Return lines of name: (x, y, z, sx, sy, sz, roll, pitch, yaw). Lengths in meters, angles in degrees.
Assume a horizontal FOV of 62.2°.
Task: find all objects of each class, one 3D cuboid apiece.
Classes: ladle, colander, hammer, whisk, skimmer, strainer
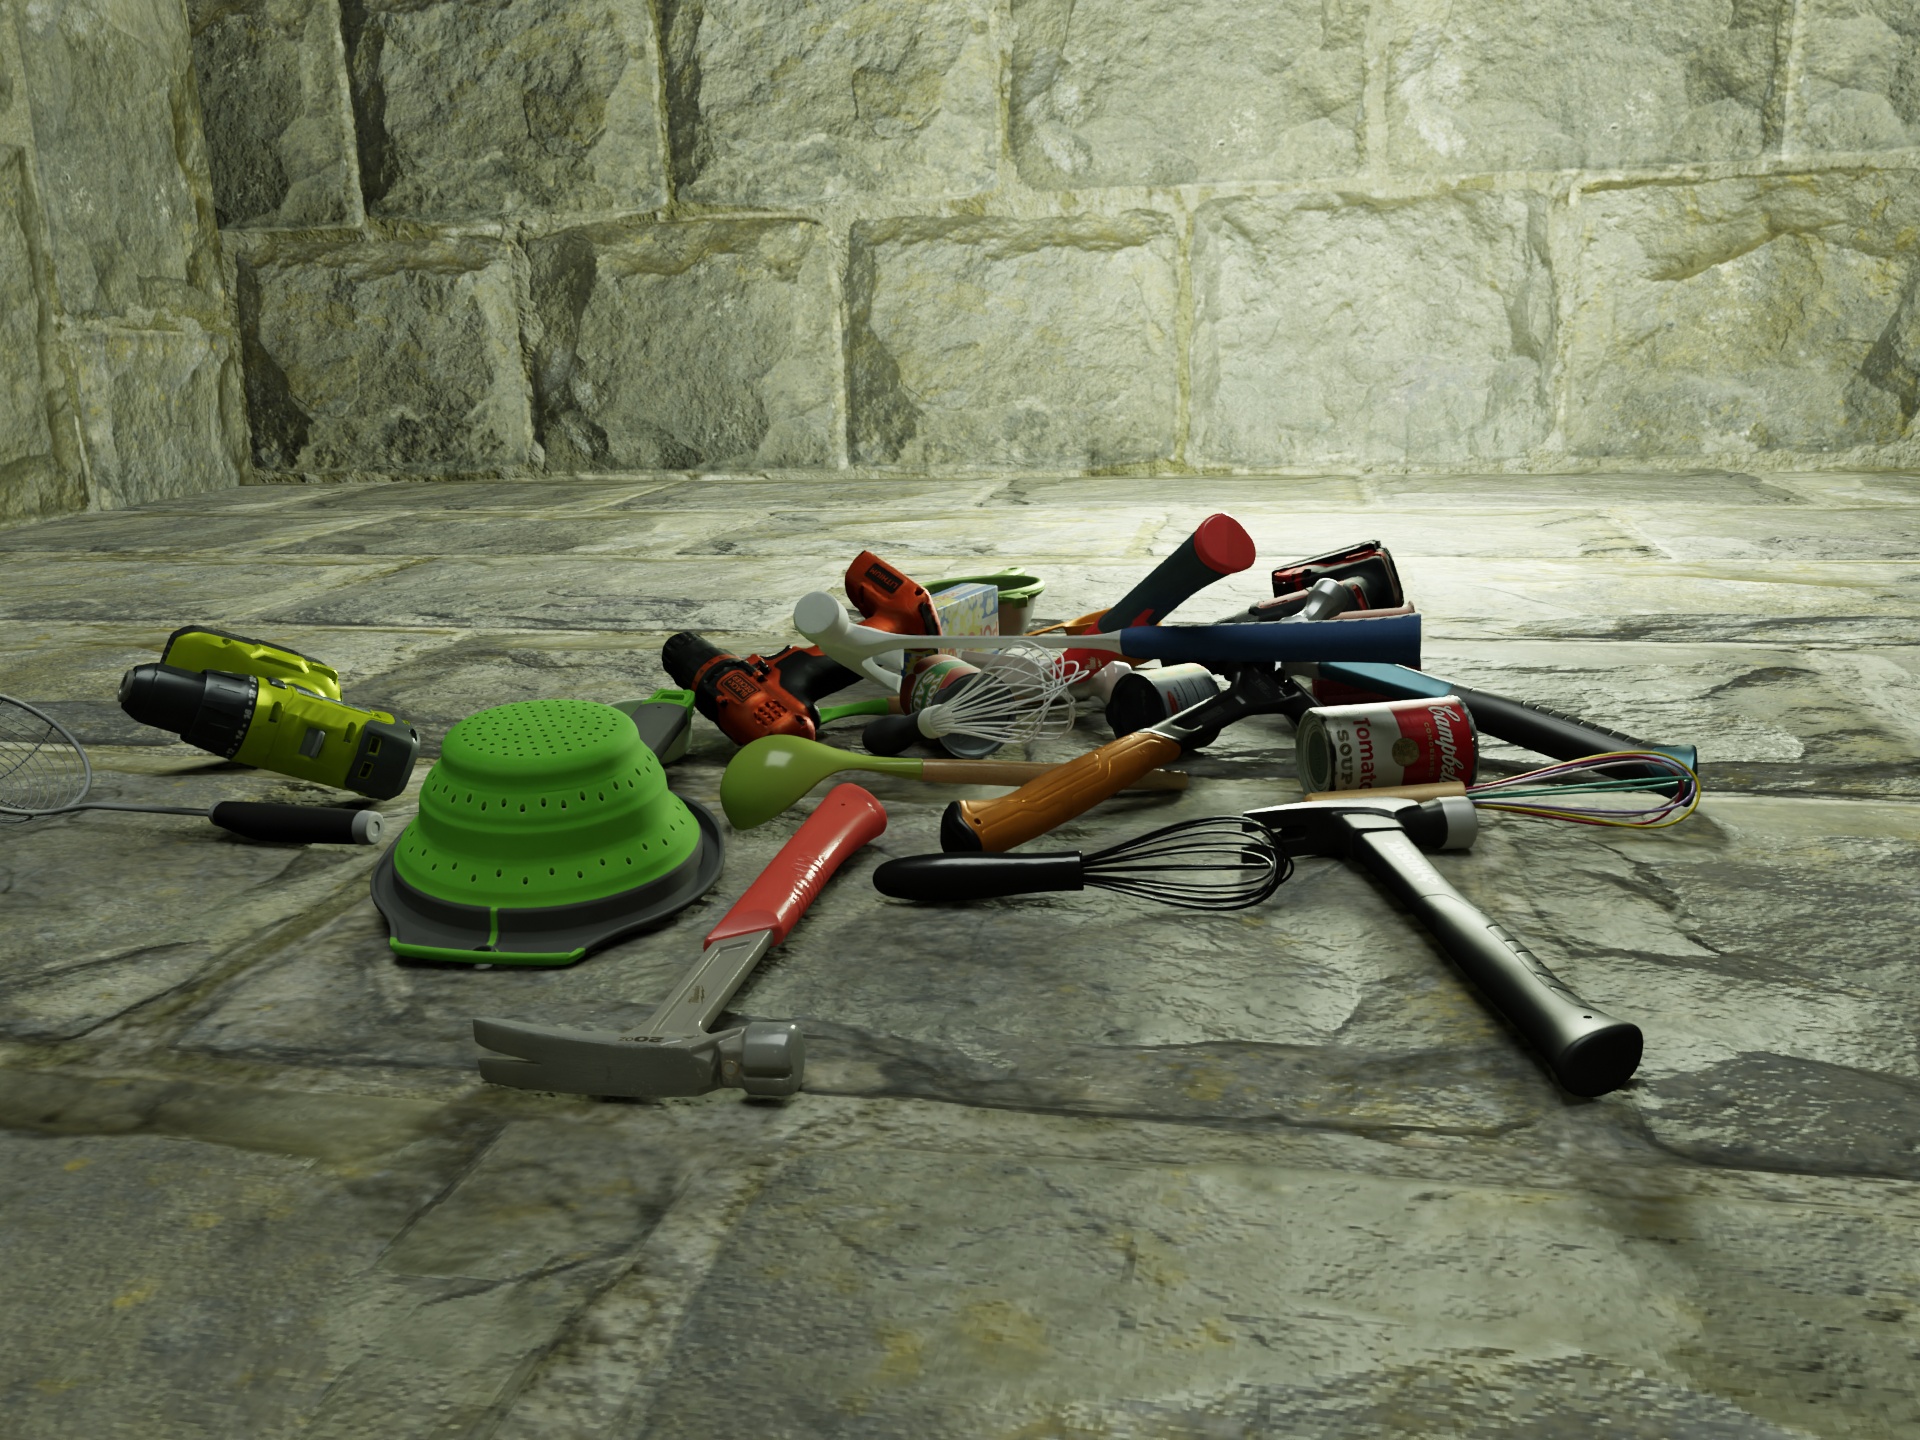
ladle: (-0.002, 0.046, 1.080, 0.320, 0.062, 0.078, 3, 16, -10)
colander: (-0.234, 0.018, 1.007, 0.204, 0.094, 0.397, 3, 21, 5)
hammer: (0.105, -0.072, 1.148, 0.143, 0.038, 0.386, 6, -13, -10)
hammer: (0.363, -0.012, 1.138, 0.331, 0.033, 0.128, 23, 62, 39)
hammer: (0.100, -0.052, 1.074, 0.405, 0.035, 0.144, 1, -14, 17)
hammer: (0.121, 0.030, 1.060, 0.337, 0.034, 0.127, -23, 58, -39)
hammer: (0.250, 0.103, 0.823, 0.146, 0.035, 0.335, -2, 15, -4)
whisk: (-0.001, -0.004, 1.106, 0.070, 0.070, 0.284, -10, -3, -29)
whisk: (0.066, 0.084, 0.898, 0.239, 0.055, 0.055, -4, 14, 10)
skimmer: (-0.553, 0.031, 1.079, 0.363, 0.090, 0.127, 3, 8, 17)
hammer: (-0.115, 0.105, 0.858, 0.149, 0.036, 0.359, 1, 15, 10)
whisk: (0.342, 0.051, 1.007, 0.245, 0.047, 0.051, -5, 2, 6)
strainer: (0.025, -0.109, 1.593, 0.151, 0.069, 0.256, -1, 11, 18)

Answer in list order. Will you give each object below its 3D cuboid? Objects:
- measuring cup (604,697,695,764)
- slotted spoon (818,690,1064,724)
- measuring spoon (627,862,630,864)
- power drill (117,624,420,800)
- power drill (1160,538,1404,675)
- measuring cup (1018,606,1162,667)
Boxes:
measuring cup: (-0.243, 0.026, 1.177, 0.083, 0.038, 0.168, -1, 20, -1)
slotted spoon: (-0.036, -0.012, 1.312, 0.313, 0.031, 0.070, -5, 15, -20)
measuring spoon: (-0.240, 0.074, 1.011, 0.129, 0.021, 0.042, 8, 17, 38)
power drill: (-0.518, -0.010, 1.161, 0.190, 0.080, 0.229, 20, -1, -34)
power drill: (0.297, -0.092, 1.448, 0.188, 0.080, 0.226, -15, 7, 30)
measuring cup: (0.105, -0.065, 1.464, 0.173, 0.052, 0.095, -14, 8, 23)
